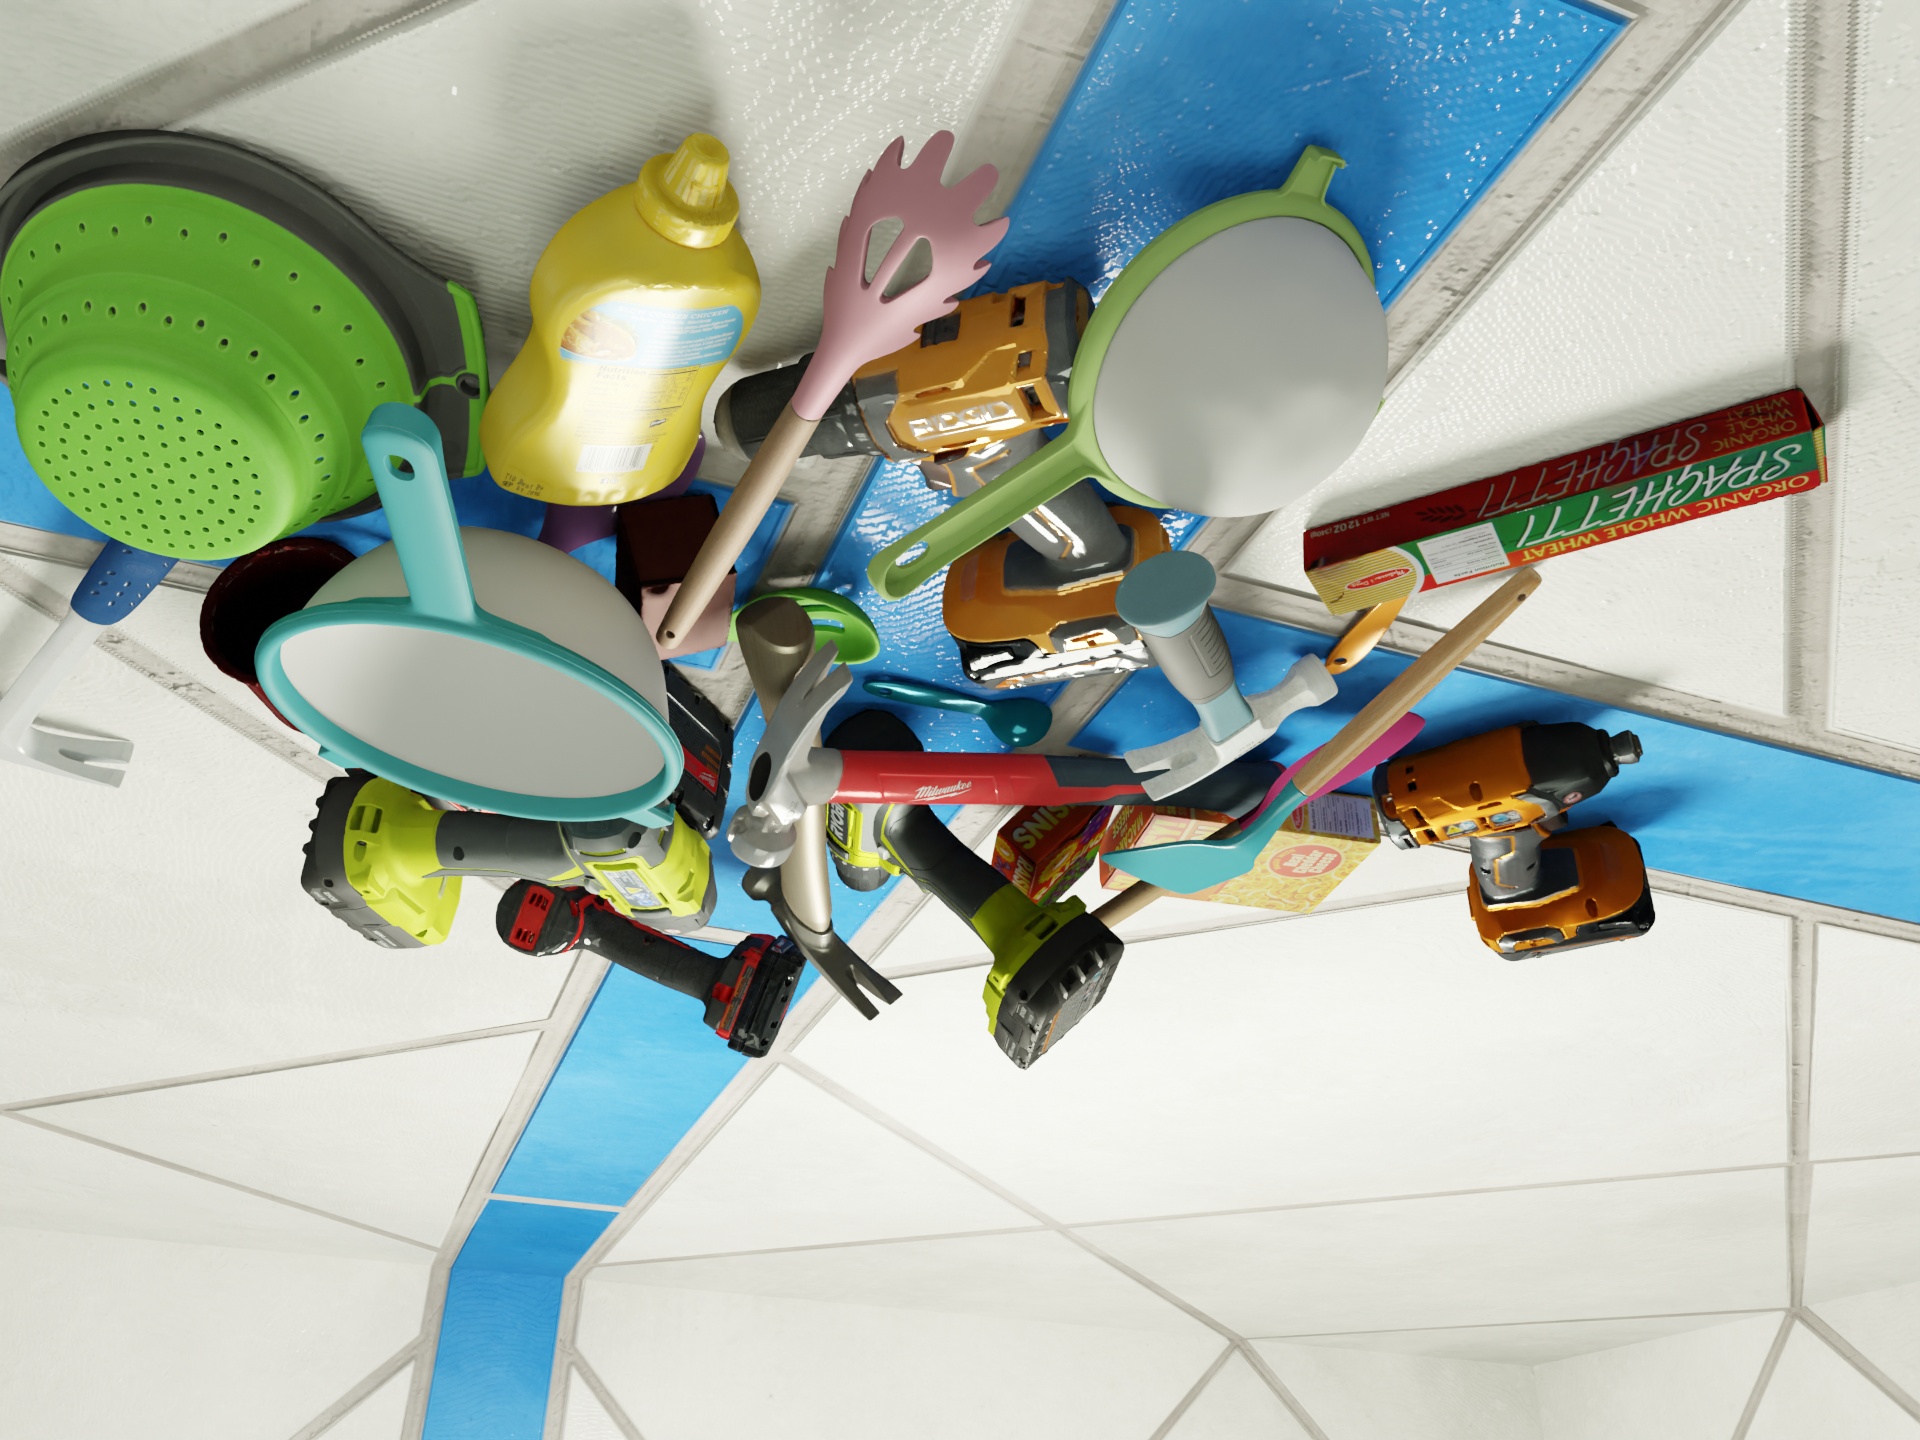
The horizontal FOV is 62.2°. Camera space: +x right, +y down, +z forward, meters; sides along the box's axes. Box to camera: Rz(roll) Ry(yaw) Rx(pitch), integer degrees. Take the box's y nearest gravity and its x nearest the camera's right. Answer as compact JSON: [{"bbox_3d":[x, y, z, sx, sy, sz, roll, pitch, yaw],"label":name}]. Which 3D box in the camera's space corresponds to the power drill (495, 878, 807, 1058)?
[{"bbox_3d":[-0.230,0.171,1.196,0.219,0.078,0.143,22,179,-1],"label":"power drill"}]

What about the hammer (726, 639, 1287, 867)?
[{"bbox_3d":[0.059,0.025,0.951,0.386,0.038,0.143,2,132,-34],"label":"hammer"}]

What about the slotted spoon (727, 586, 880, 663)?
[{"bbox_3d":[-0.200,-0.051,0.930,0.314,0.031,0.070,-2,149,9],"label":"slotted spoon"}]

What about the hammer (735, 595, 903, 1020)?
[{"bbox_3d":[-0.094,0.062,1.000,0.038,0.146,0.410,-37,157,-22],"label":"hammer"}]

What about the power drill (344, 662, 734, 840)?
[{"bbox_3d":[-0.263,0.043,1.045,0.227,0.080,0.187,-8,148,21],"label":"power drill"}]

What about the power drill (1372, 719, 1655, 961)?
[{"bbox_3d":[0.395,0.077,1.075,0.164,0.084,0.226,-18,140,28],"label":"power drill"}]

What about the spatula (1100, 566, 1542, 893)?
[{"bbox_3d":[0.217,0.015,0.953,0.082,0.044,0.317,25,122,-32],"label":"spatula"}]

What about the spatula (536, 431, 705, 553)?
[{"bbox_3d":[-0.243,-0.076,0.878,0.059,0.018,0.316,21,139,-39],"label":"spatula"}]

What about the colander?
[{"bbox_3d":[-0.411,-0.149,0.677,0.397,0.095,0.204,8,137,-5],"label":"colander"}]

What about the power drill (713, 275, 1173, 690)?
[{"bbox_3d":[0.002,-0.107,0.780,0.185,0.084,0.226,-8,144,20],"label":"power drill"}]

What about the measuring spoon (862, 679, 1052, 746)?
[{"bbox_3d":[-0.002,-0.003,1.006,0.128,0.021,0.042,12,148,-20],"label":"measuring spoon"}]

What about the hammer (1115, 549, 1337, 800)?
[{"bbox_3d":[0.127,-0.024,0.817,0.128,0.033,0.330,-34,162,6],"label":"hammer"}]

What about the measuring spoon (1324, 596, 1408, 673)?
[{"bbox_3d":[0.238,-0.058,0.922,0.021,0.011,0.116,6,153,-9],"label":"measuring spoon"}]

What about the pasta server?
[{"bbox_3d":[-0.075,-0.125,0.703,0.060,0.040,0.316,36,138,-6],"label":"pasta server"}]

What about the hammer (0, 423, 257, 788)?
[{"bbox_3d":[-0.497,-0.058,0.920,0.144,0.035,0.405,26,141,-35],"label":"hammer"}]

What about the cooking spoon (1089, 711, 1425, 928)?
[{"bbox_3d":[0.167,0.084,1.045,0.319,0.017,0.068,-37,148,26],"label":"cooking spoon"}]

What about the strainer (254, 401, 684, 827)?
[{"bbox_3d":[-0.227,-0.064,0.754,0.211,0.095,0.340,11,151,-3],"label":"strainer"}]

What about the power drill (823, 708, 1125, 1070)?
[{"bbox_3d":[-0.008,0.117,1.055,0.080,0.229,0.190,-38,159,-24],"label":"power drill"}]

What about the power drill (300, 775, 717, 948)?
[{"bbox_3d":[-0.269,0.091,0.983,0.223,0.080,0.171,-2,150,10],"label":"power drill"}]

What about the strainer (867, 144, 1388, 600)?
[{"bbox_3d":[0.081,-0.111,0.666,0.256,0.069,0.151,-32,139,-3],"label":"strainer"}]
